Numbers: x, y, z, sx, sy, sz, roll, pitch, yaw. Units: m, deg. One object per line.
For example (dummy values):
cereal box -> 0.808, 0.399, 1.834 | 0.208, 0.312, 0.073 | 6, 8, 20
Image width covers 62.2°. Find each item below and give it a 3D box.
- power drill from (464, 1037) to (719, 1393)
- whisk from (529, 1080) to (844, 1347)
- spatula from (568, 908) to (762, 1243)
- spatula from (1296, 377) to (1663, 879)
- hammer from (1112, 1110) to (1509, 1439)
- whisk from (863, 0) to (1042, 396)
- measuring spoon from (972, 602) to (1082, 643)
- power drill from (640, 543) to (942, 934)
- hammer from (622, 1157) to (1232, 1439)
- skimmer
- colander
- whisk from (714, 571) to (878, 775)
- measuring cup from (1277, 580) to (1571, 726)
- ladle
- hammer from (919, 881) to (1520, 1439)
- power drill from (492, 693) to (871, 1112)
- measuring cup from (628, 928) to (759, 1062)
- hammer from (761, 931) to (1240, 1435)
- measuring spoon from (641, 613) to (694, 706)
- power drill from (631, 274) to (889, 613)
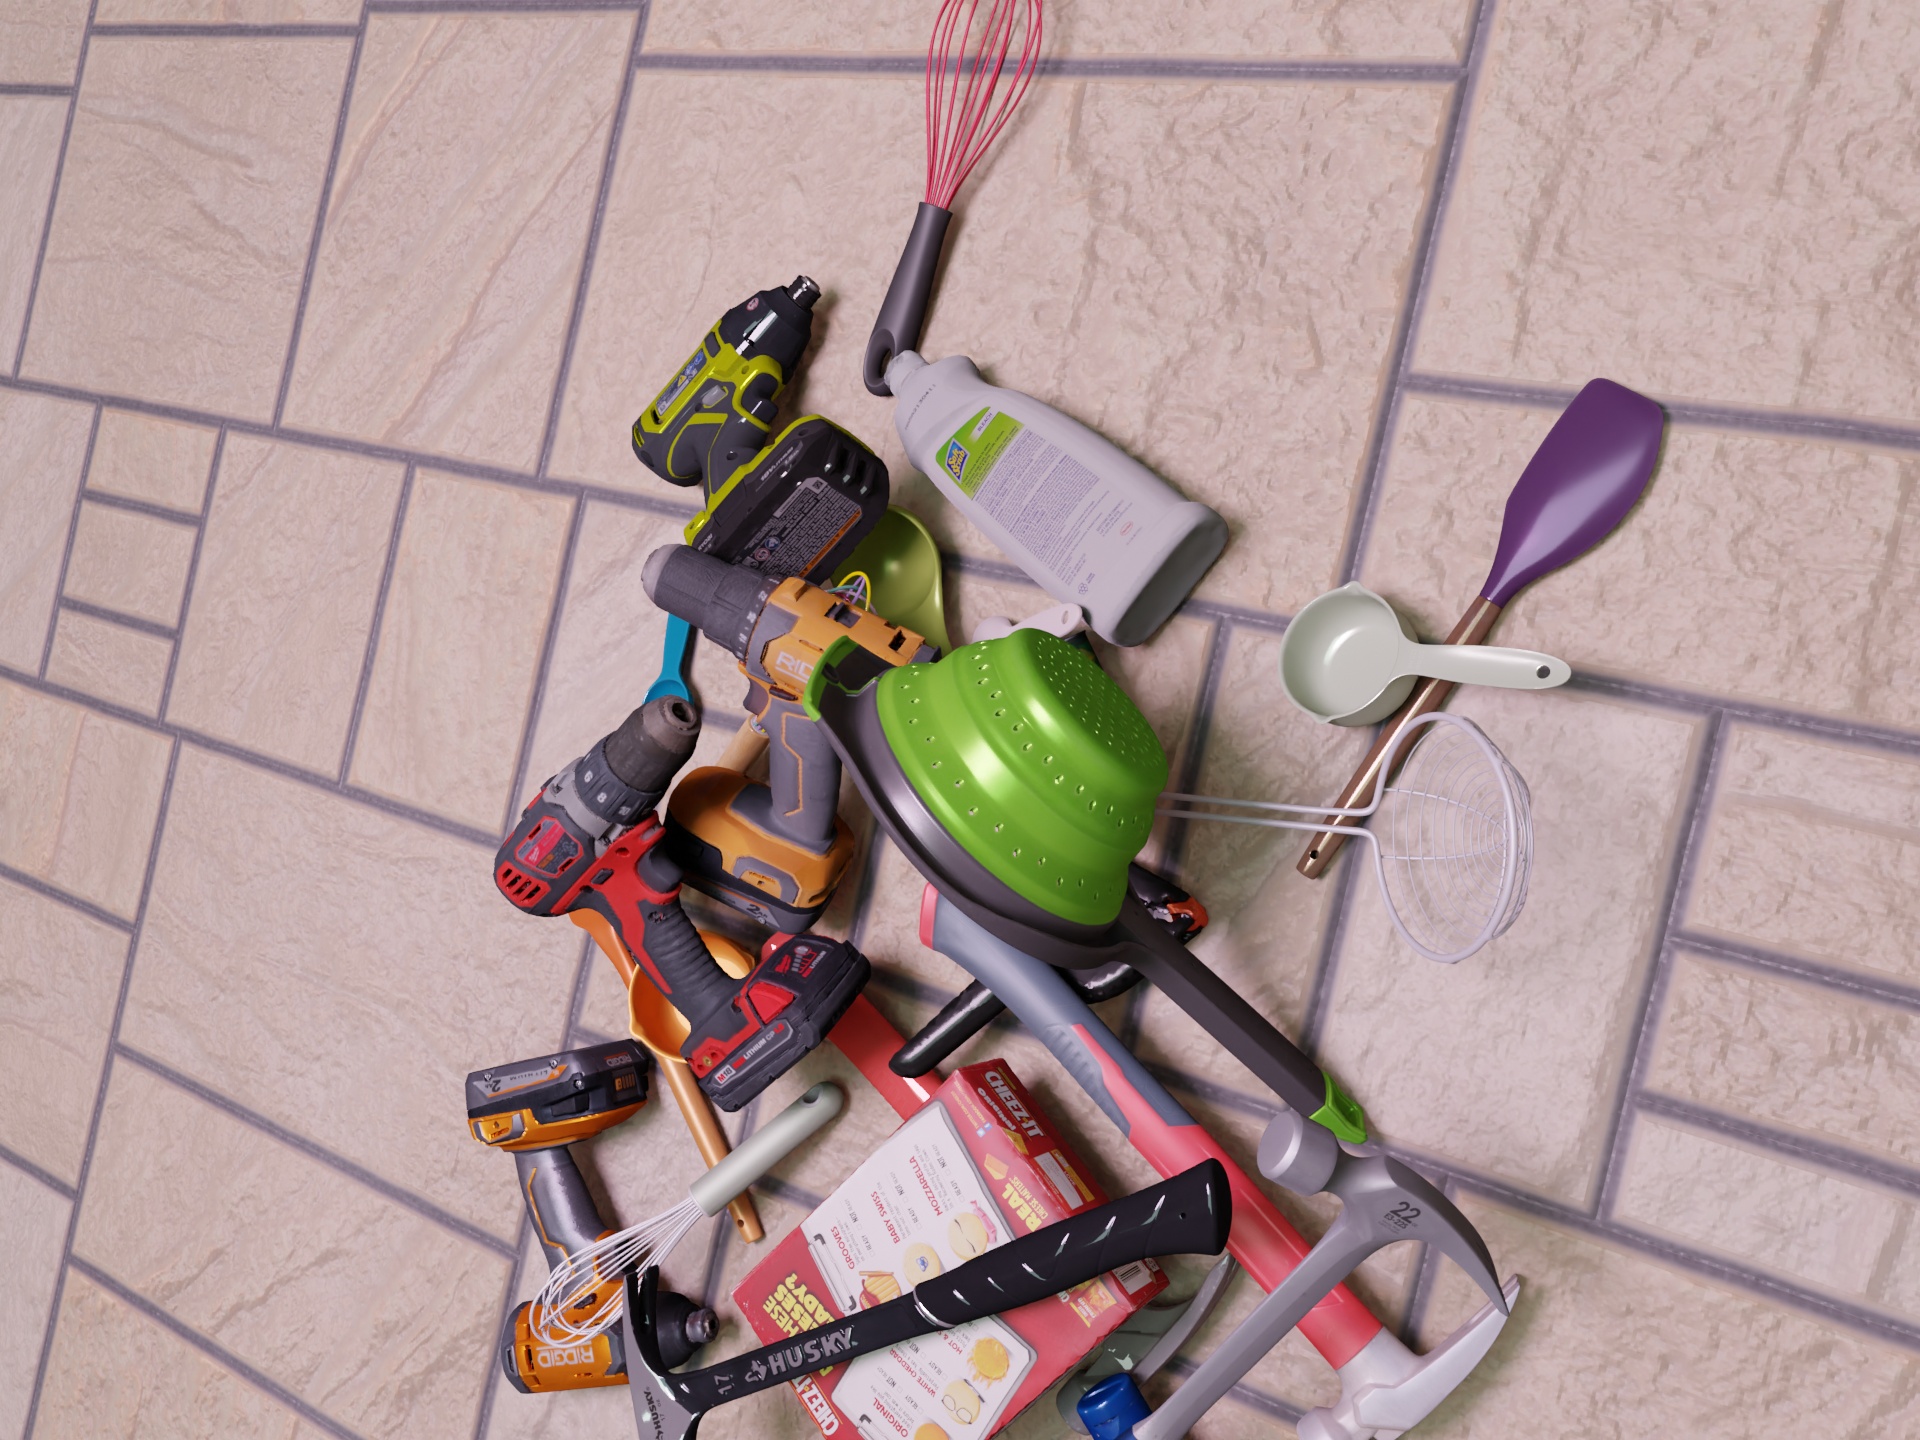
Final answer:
power drill -> -0.251, 0.341, 1.095 | 0.164, 0.084, 0.226 | -15, 82, 24
whisk -> -0.174, 0.318, 1.031 | 0.246, 0.059, 0.058 | -38, 31, -7
spatula -> -0.208, 0.212, 1.116 | 0.081, 0.041, 0.323 | -34, 74, 21
spatula -> 0.279, -0.042, 0.877 | 0.060, 0.018, 0.316 | 38, 103, 26
hammer -> 0.111, 0.368, 0.822 | 0.144, 0.035, 0.405 | 29, 115, -10
whisk -> -0.010, -0.357, 1.046 | 0.073, 0.073, 0.295 | 25, 104, 28
measuring spoon -> 0.037, -0.056, 0.972 | 0.124, 0.018, 0.034 | -14, 67, 63
power drill -> -0.127, 0.007, 0.986 | 0.185, 0.084, 0.226 | 26, 126, 5
hammer -> -0.031, 0.324, 0.879 | 0.409, 0.036, 0.149 | -29, 73, 23
skimmer -> 0.139, 0.052, 0.887 | 0.363, 0.090, 0.127 | 4, 95, 35
colander -> 0.099, 0.074, 0.835 | 0.397, 0.205, 0.094 | 42, 111, -10
whisk -> -0.121, -0.008, 1.043 | 0.047, 0.051, 0.245 | 53, 128, 18
measuring cup -> 0.252, -0.028, 0.859 | 0.168, 0.038, 0.083 | 9, 81, 43
ladle -> -0.002, -0.003, 0.977 | 0.078, 0.062, 0.320 | -41, 58, 27
hammer -> 0.124, 0.219, 0.887 | 0.143, 0.038, 0.386 | -45, 73, 5
power drill -> -0.161, 0.107, 0.964 | 0.226, 0.080, 0.188 | 46, 122, -2
measuring cup -> -0.195, 0.151, 1.082 | 0.095, 0.052, 0.174 | -31, 74, 0
hammer -> 0.004, 0.253, 0.988 | 0.359, 0.036, 0.149 | 43, 105, 24
measuring spoon -> -0.199, -0.051, 1.143 | 0.042, 0.021, 0.129 | 1, 77, 29
power drill -> -0.132, -0.187, 1.050 | 0.171, 0.080, 0.223 | -45, 43, 18
